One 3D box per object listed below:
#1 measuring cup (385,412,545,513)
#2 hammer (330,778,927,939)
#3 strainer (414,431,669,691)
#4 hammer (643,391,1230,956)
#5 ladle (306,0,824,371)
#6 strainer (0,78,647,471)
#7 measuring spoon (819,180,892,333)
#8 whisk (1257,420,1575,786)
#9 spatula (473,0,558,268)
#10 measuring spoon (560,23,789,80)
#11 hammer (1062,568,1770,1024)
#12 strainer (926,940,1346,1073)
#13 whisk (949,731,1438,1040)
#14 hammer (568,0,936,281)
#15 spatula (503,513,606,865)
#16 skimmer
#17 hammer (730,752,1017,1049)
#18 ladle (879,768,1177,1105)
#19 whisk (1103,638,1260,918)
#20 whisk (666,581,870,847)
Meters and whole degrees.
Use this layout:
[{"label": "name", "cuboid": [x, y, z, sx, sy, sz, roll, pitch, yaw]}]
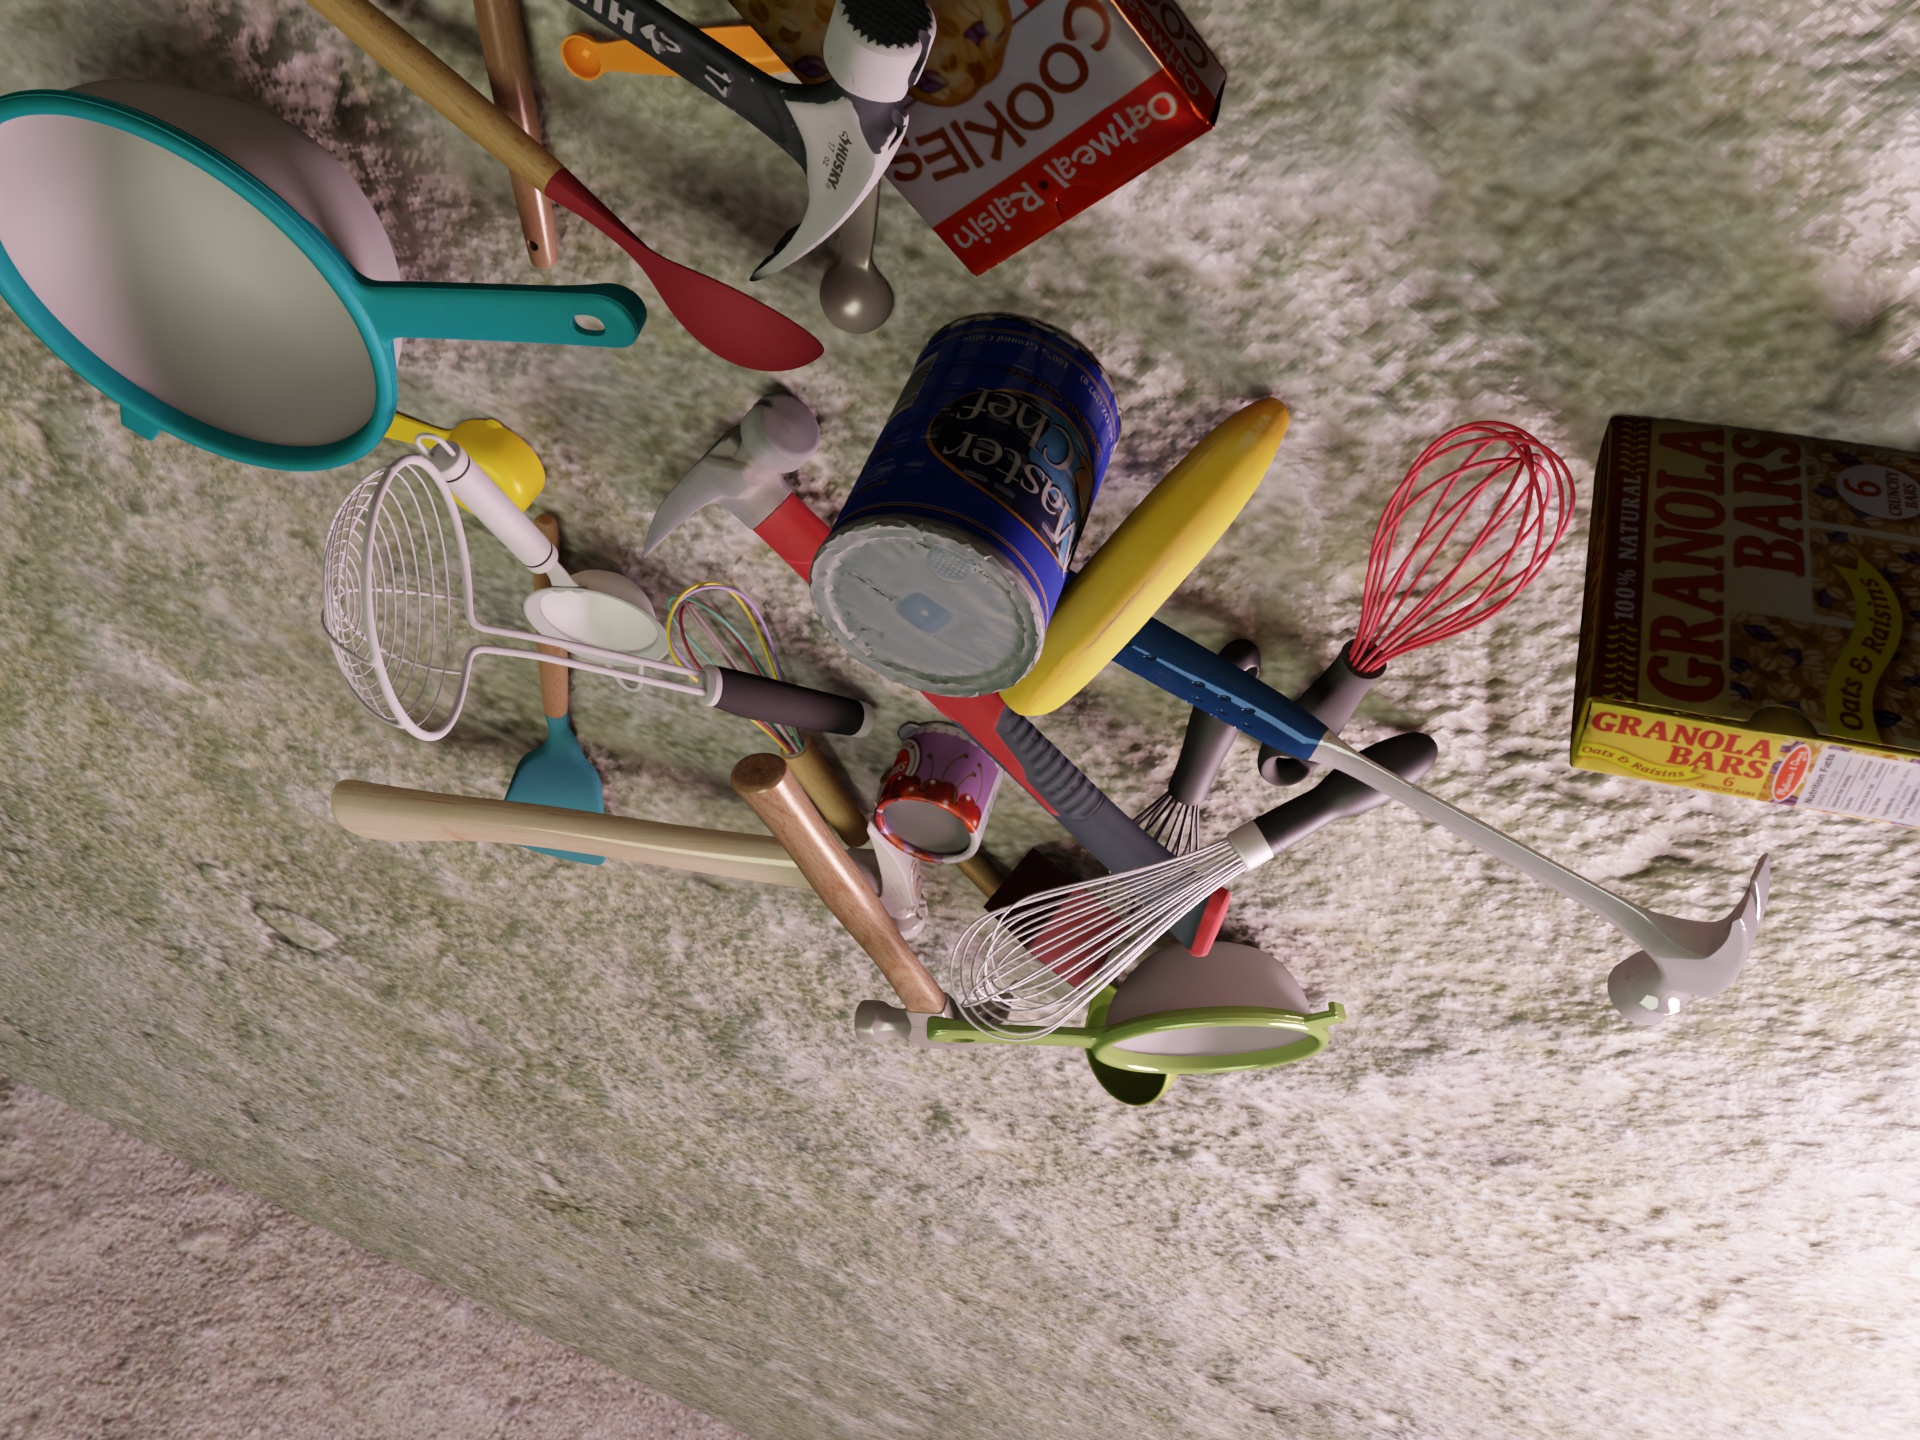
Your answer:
[{"label": "measuring cup", "cuboid": [-0.309, -0.151, 0.883, 0.156, 0.029, 0.062, 18, 143, 2]}, {"label": "hammer", "cuboid": [-0.229, 0.072, 1.053, 0.410, 0.038, 0.146, 6, 147, 11]}, {"label": "strainer", "cuboid": [-0.224, -0.088, 0.867, 0.087, 0.050, 0.258, 3, 159, 15]}, {"label": "hammer", "cuboid": [-0.001, -0.003, 0.865, 0.386, 0.038, 0.143, 44, 140, -14]}, {"label": "ladle", "cuboid": [-0.190, -0.244, 0.666, 0.315, 0.031, 0.069, 39, 176, -2]}, {"label": "strainer", "cuboid": [-0.289, -0.218, 0.739, 0.340, 0.095, 0.210, 7, 144, 16]}, {"label": "measuring spoon", "cuboid": [-0.047, -0.215, 0.681, 0.034, 0.018, 0.124, 16, 142, 9]}, {"label": "whisk", "cuboid": [0.199, -0.038, 0.752, 0.073, 0.073, 0.295, 22, 150, 0]}, {"label": "spatula", "cuboid": [-0.192, -0.316, 0.628, 0.060, 0.018, 0.315, 20, 143, 14]}, {"label": "measuring spoon", "cuboid": [-0.109, -0.274, 0.649, 0.117, 0.011, 0.021, 5, 139, 16]}, {"label": "hammer", "cuboid": [0.183, 0.013, 0.761, 0.405, 0.035, 0.144, 30, 157, 11]}, {"label": "strainer", "cuboid": [0.106, 0.178, 1.020, 0.256, 0.069, 0.151, 3, 156, -6]}, {"label": "whisk", "cuboid": [0.123, 0.082, 0.830, 0.284, 0.070, 0.070, -29, 130, 2]}, {"label": "hammer", "cuboid": [-0.201, -0.311, 0.588, 0.409, 0.036, 0.149, 33, 152, -2]}, {"label": "spatula", "cuboid": [-0.264, -0.014, 1.025, 0.082, 0.044, 0.317, 16, 142, 0]}, {"label": "skimmer", "cuboid": [-0.156, -0.033, 0.806, 0.090, 0.127, 0.363, -14, 162, 40]}, {"label": "hammer", "cuboid": [-0.058, 0.126, 1.008, 0.130, 0.031, 0.331, -1, 143, 22]}, {"label": "ladle", "cuboid": [0.045, 0.149, 1.064, 0.078, 0.062, 0.320, -10, 131, 47]}, {"label": "whisk", "cuboid": [0.125, 0.038, 0.892, 0.055, 0.055, 0.238, 18, 139, 5]}, {"label": "whisk", "cuboid": [-0.114, 0.005, 0.974, 0.051, 0.047, 0.244, -1, 141, 26]}]
